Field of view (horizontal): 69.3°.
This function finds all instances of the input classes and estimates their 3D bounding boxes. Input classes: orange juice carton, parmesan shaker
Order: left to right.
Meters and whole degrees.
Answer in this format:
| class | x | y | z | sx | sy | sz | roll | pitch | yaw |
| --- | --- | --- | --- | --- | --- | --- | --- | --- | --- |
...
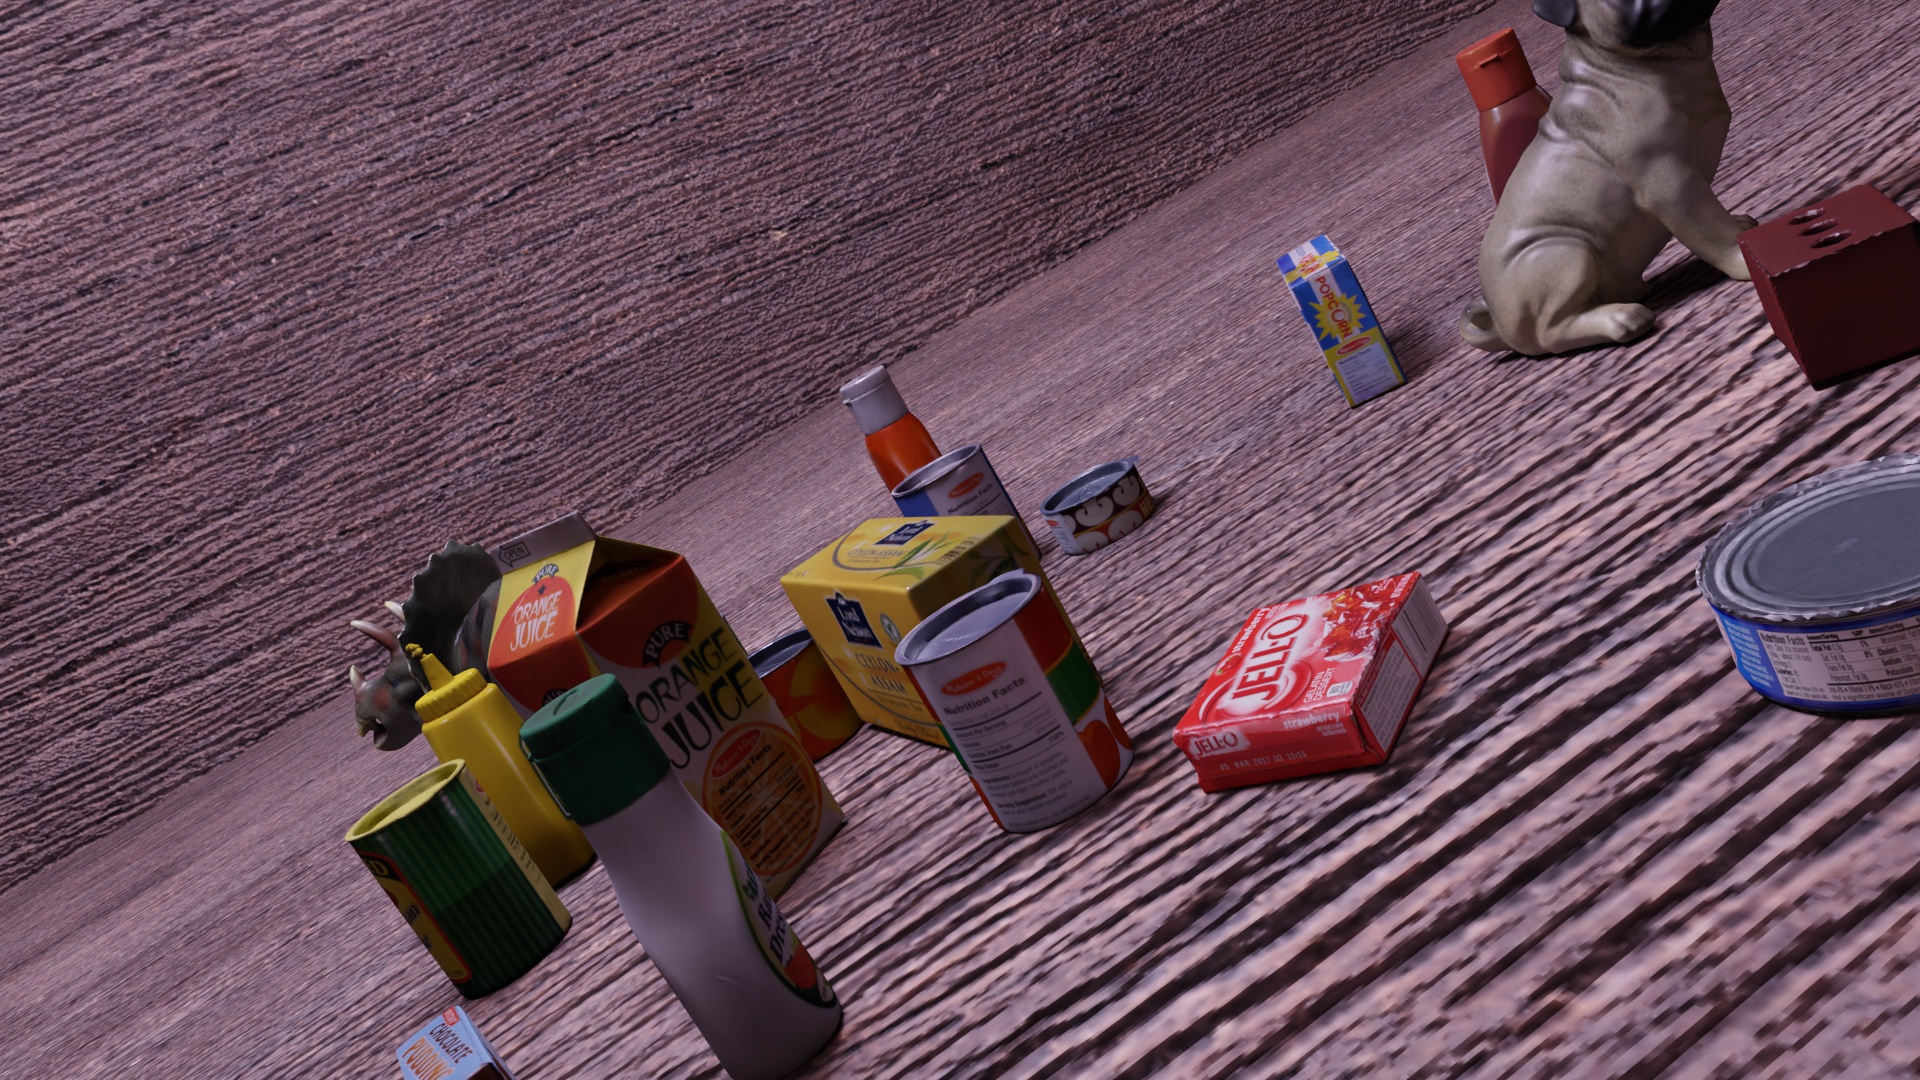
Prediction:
| class | x | y | z | sx | sy | sz | roll | pitch | yaw |
| --- | --- | --- | --- | --- | --- | --- | --- | --- | --- |
| parmesan shaker | -0.254 | 0.173 | 0.709 | 0.071 | 0.103 | 0.071 | -28 | 12 | 7 |
| orange juice carton | -0.142 | 0.076 | 0.631 | 0.071 | 0.192 | 0.073 | -20 | 16 | 39 |

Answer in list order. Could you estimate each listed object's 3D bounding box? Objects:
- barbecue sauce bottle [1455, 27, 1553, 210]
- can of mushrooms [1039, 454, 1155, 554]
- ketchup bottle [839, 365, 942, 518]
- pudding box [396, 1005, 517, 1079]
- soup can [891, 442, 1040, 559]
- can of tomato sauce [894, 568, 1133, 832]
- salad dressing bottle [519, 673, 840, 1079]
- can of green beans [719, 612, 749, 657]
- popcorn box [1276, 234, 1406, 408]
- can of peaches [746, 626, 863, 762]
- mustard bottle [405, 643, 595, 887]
| class | x | y | z | sx | sy | sz | roll | pitch | yaw |
| --- | --- | --- | --- | --- | --- | --- | --- | --- | --- |
| barbecue sauce bottle | 0.355 | -0.242 | 0.864 | 0.064 | 0.148 | 0.044 | -22 | 14 | 31 |
| can of mushrooms | 0.088 | -0.022 | 0.868 | 0.071 | 0.033 | 0.071 | -28 | 13 | 7 |
| ketchup bottle | -0.034 | -0.051 | 0.989 | 0.044 | 0.148 | 0.064 | -34 | 13 | -19 |
| pudding box | -0.183 | 0.212 | 0.524 | 0.030 | 0.049 | 0.083 | -36 | 14 | -24 |
| soup can | 0.003 | -0.011 | 0.898 | 0.071 | 0.083 | 0.071 | -28 | 12 | 7 |
| can of tomato sauce | 0.023 | 0.064 | 0.562 | 0.071 | 0.083 | 0.071 | -28 | 12 | 7 |
| salad dressing bottle | -0.096 | 0.116 | 0.478 | 0.044 | 0.147 | 0.064 | -31 | 12 | -3 |
| can of green beans | -0.177 | 0.092 | 0.957 | 0.071 | 0.057 | 0.071 | -28 | 13 | 7 |
| popcorn box | 0.238 | -0.141 | 0.878 | 0.038 | 0.085 | 0.127 | -26 | 13 | 16 |
| can of peaches | -0.095 | 0.091 | 0.780 | 0.071 | 0.058 | 0.071 | -28 | 13 | 7 |
| mustard bottle | -0.269 | 0.125 | 0.799 | 0.049 | 0.160 | 0.065 | -31 | 12 | -5 |
